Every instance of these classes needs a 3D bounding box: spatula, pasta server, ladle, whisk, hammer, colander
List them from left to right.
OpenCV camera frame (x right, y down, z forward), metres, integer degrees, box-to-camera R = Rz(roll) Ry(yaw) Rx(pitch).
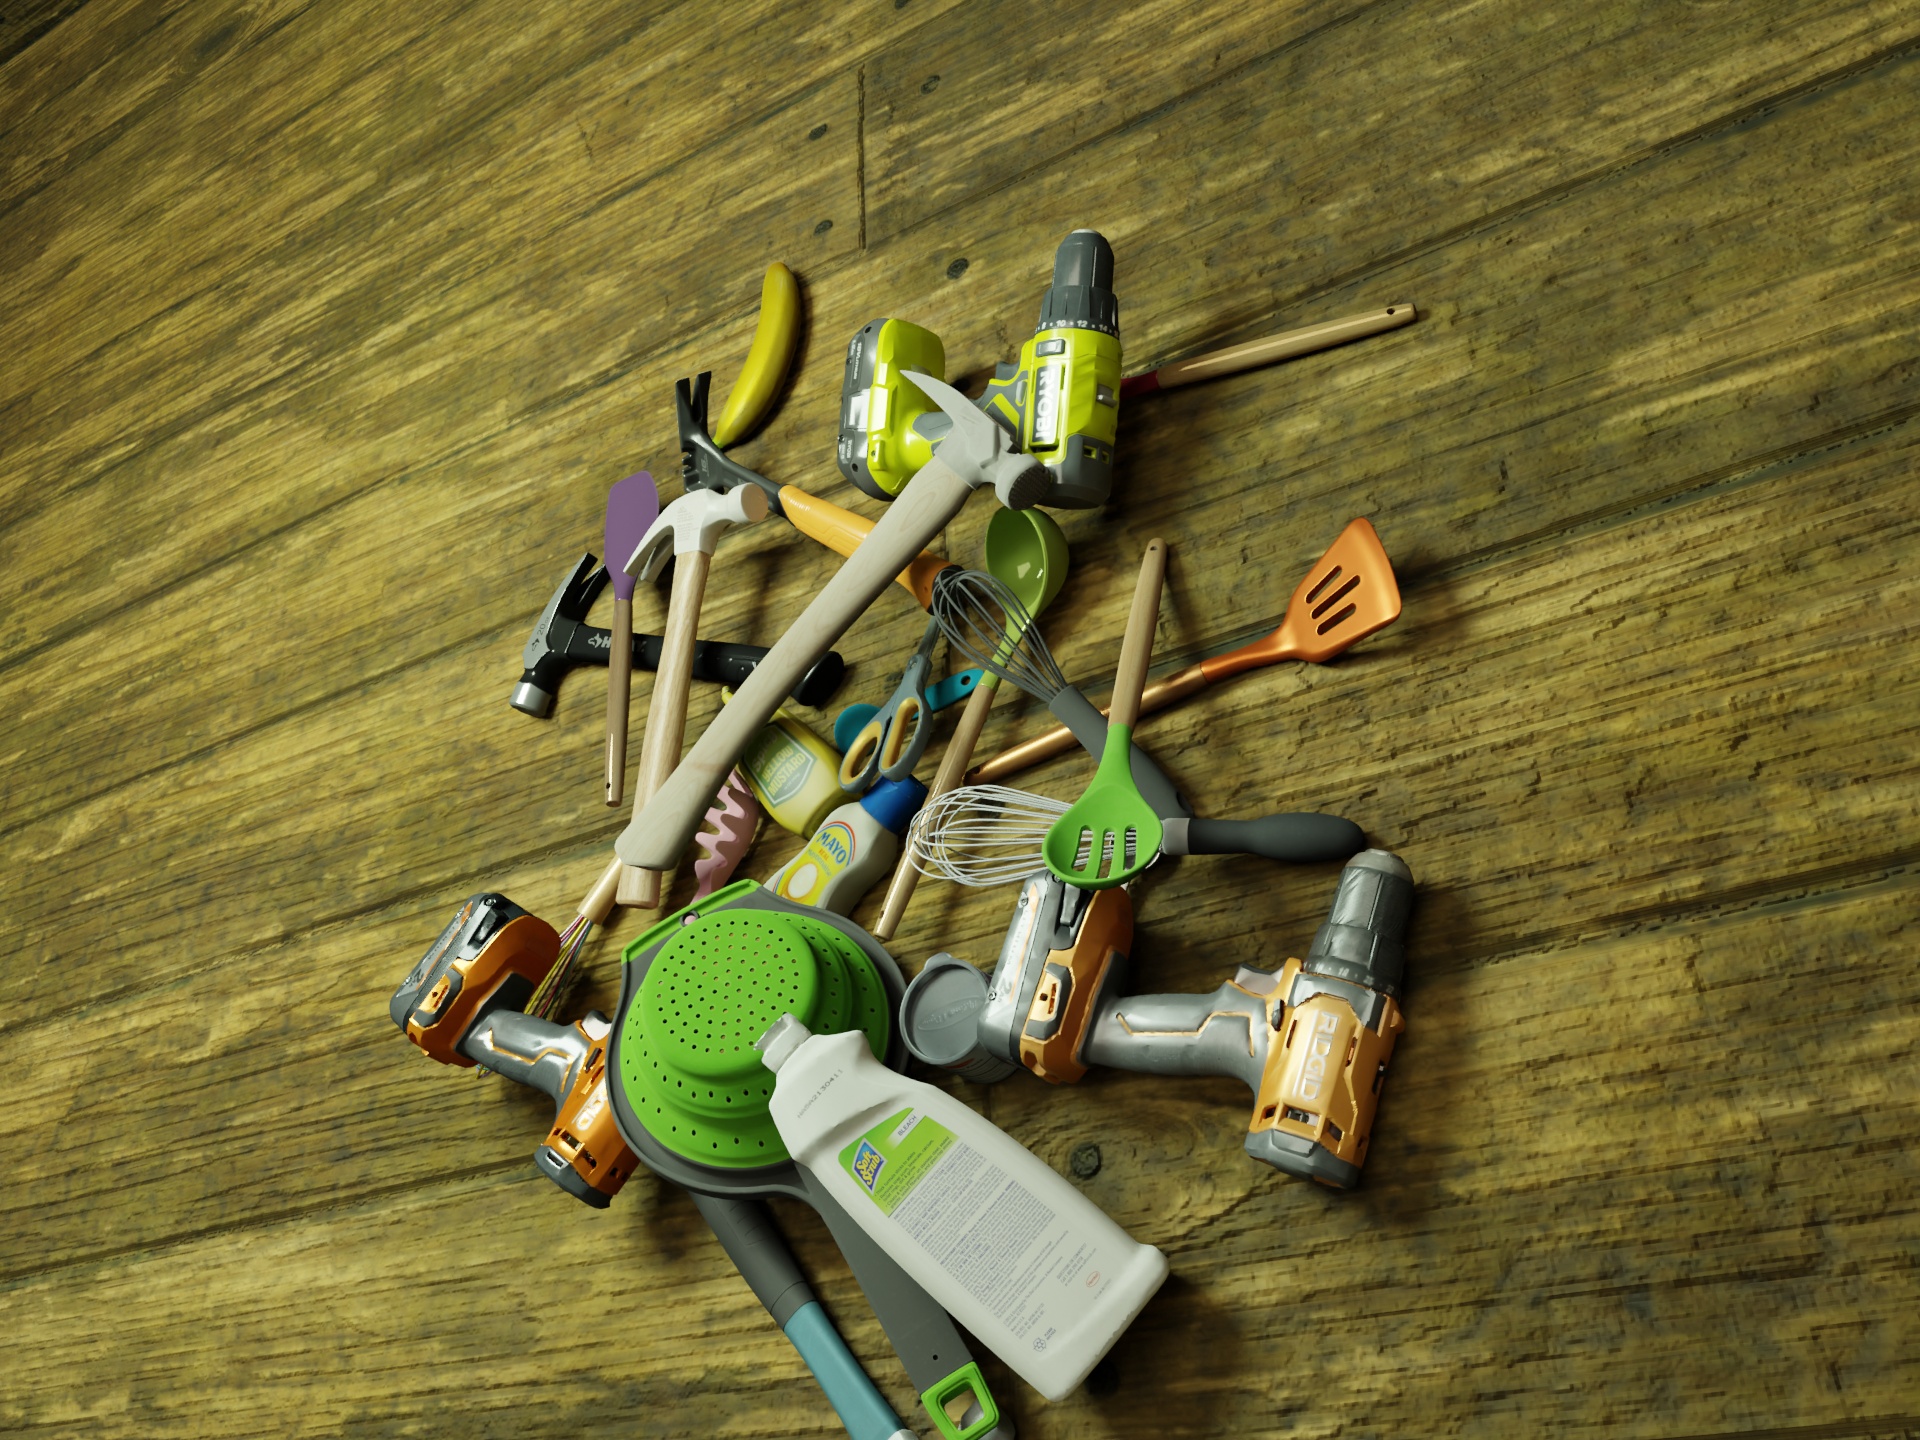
[{"bbox_3d":[-0.300,0.169,1.222,0.051,0.047,0.245,29,80,28],"label":"whisk"},{"bbox_3d":[-0.274,-0.074,1.298,0.060,0.018,0.316,-18,58,25],"label":"spatula"},{"bbox_3d":[-0.223,0.184,1.163,0.316,0.040,0.060,-64,23,-8],"label":"pasta server"},{"bbox_3d":[-0.225,-0.020,1.226,0.130,0.031,0.331,-6,71,39],"label":"hammer"},{"bbox_3d":[-0.229,-0.058,1.295,0.335,0.035,0.146,8,72,36],"label":"hammer"},{"bbox_3d":[-0.106,0.363,0.996,0.128,0.033,0.331,-49,50,1],"label":"hammer"},{"bbox_3d":[-0.115,-0.059,1.129,0.410,0.038,0.146,-49,56,10],"label":"hammer"},{"bbox_3d":[-0.094,0.240,0.951,0.204,0.094,0.398,-29,56,-12],"label":"colander"},{"bbox_3d":[-0.114,-0.165,1.224,0.034,0.127,0.337,-25,40,-34],"label":"hammer"},{"bbox_3d":[-0.002,-0.003,1.089,0.078,0.062,0.320,-7,57,60],"label":"ladle"},{"bbox_3d":[0.066,-0.014,1.029,0.055,0.055,0.239,-45,73,5],"label":"whisk"},{"bbox_3d":[0.102,0.070,0.977,0.284,0.070,0.070,-1,65,18],"label":"whisk"},{"bbox_3d":[0.134,-0.025,1.035,0.322,0.041,0.081,-25,53,22],"label":"spatula"},{"bbox_3d":[0.168,-0.250,1.140,0.315,0.031,0.069,-10,63,27],"label":"ladle"}]

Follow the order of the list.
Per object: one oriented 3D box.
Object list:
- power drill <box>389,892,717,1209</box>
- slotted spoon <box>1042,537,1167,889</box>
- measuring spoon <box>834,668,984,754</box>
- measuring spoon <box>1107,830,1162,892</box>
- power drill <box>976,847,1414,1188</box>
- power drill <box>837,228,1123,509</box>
[{"bbox_3d":[-0.276,0.211,1.113,0.227,0.084,0.164,28,76,32],"label":"power drill"},{"bbox_3d":[0.106,-0.011,0.996,0.070,0.031,0.314,-2,45,18],"label":"slotted spoon"},{"bbox_3d":[-0.041,-0.012,1.154,0.128,0.021,0.042,-25,55,22],"label":"measuring spoon"},{"bbox_3d":[0.094,0.121,1.006,0.034,0.018,0.124,24,87,27],"label":"measuring spoon"},{"bbox_3d":[0.142,0.146,0.913,0.226,0.084,0.185,12,73,29],"label":"power drill"},{"bbox_3d":[0.020,-0.249,1.163,0.228,0.080,0.190,3,86,42],"label":"power drill"}]
